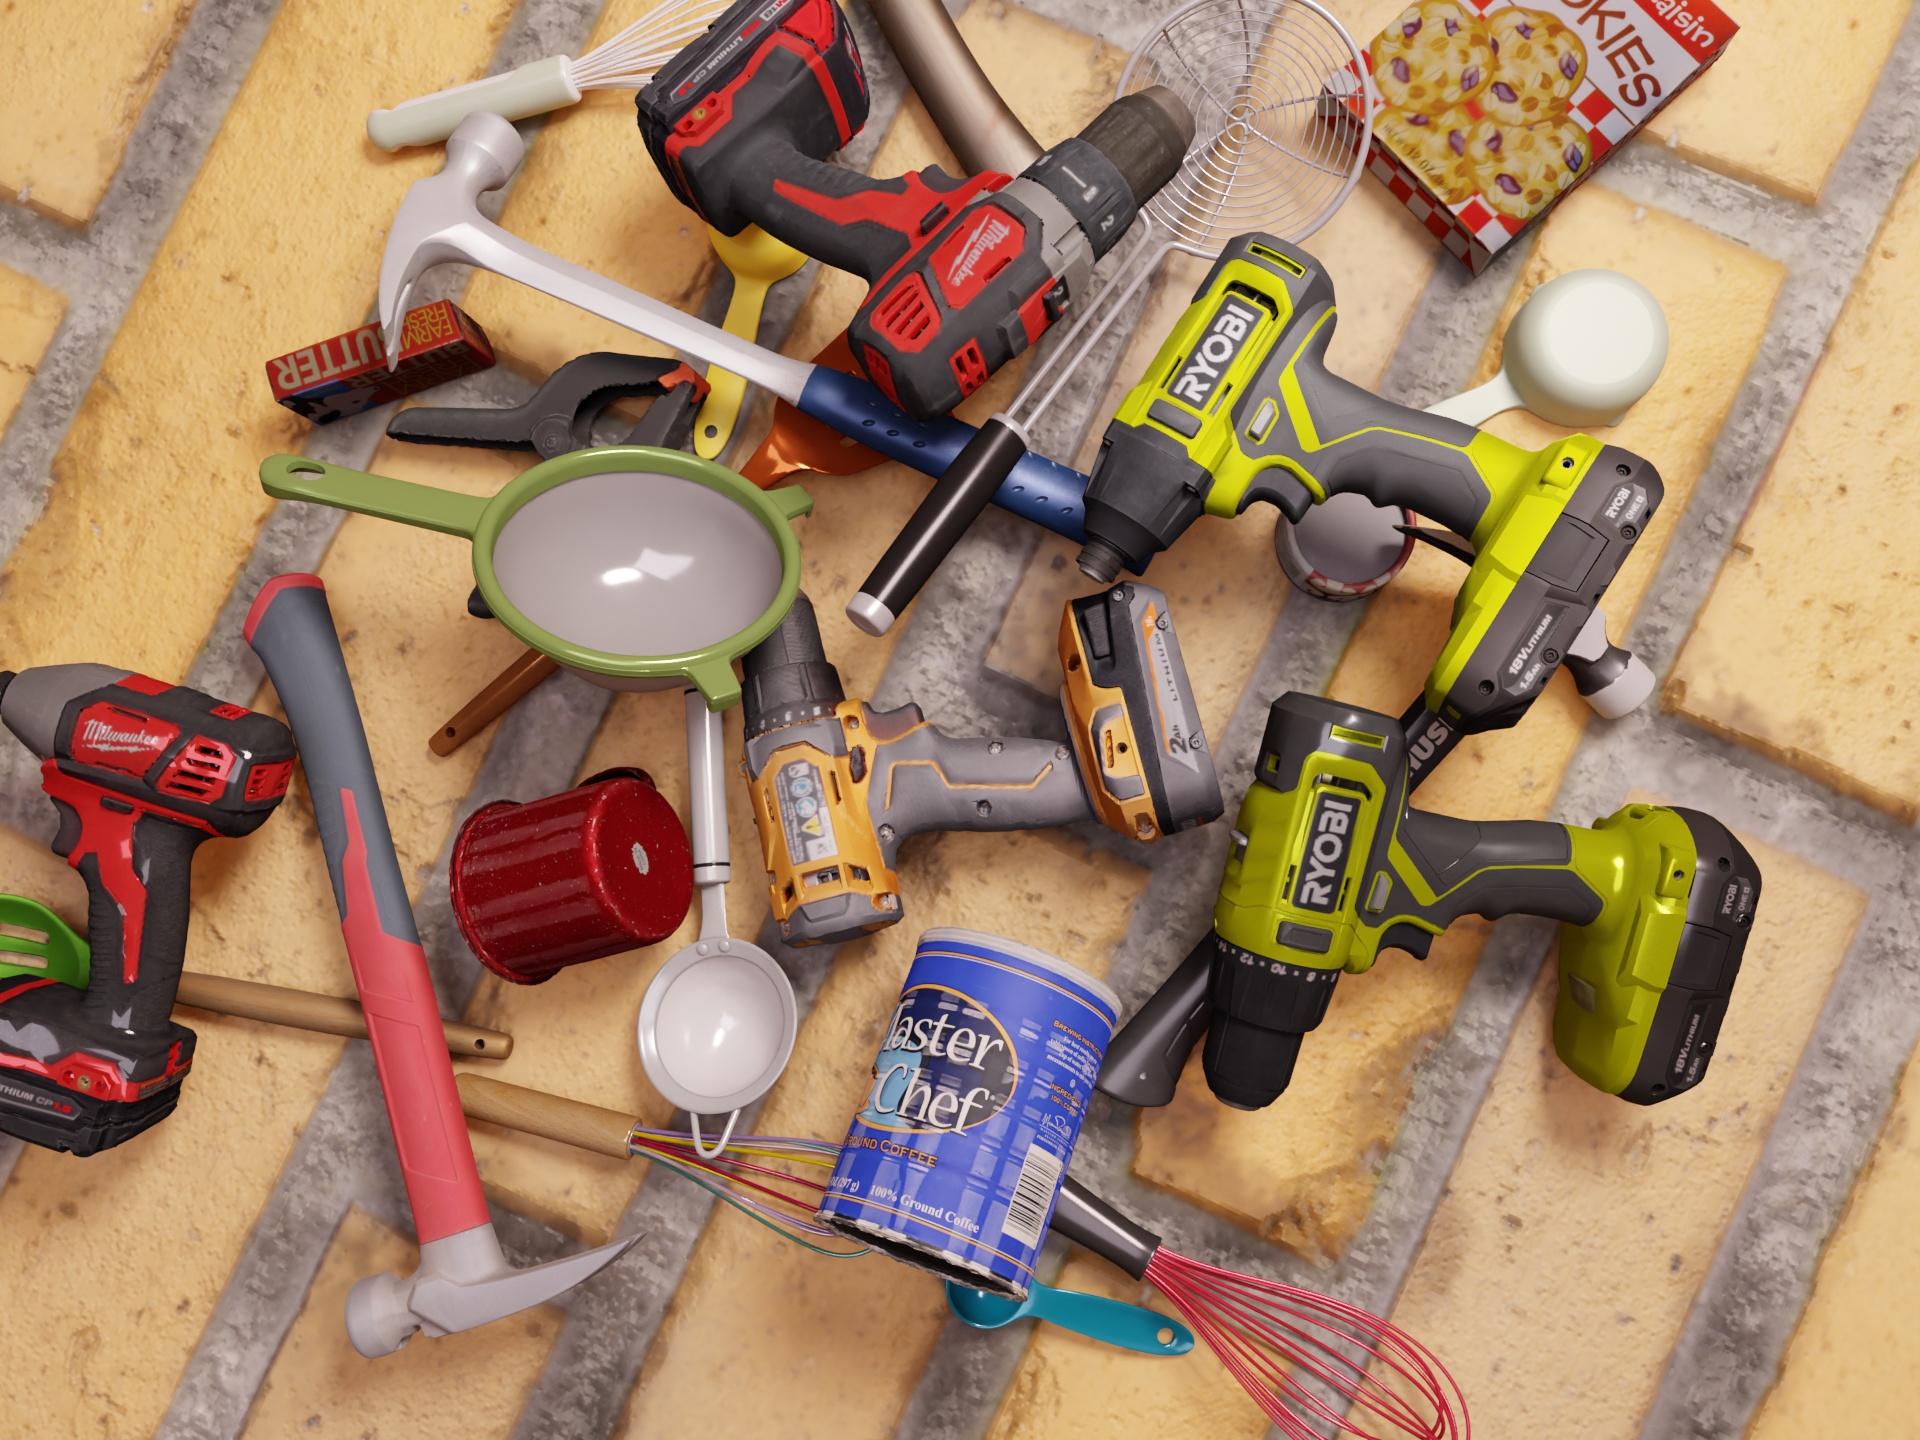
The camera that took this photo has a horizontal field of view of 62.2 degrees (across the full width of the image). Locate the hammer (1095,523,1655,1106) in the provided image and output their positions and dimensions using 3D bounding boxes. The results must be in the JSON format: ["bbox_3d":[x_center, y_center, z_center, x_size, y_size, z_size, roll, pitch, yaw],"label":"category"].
[{"bbox_3d":[0.177,0.055,0.776,0.146,0.035,0.335,41,92,-11],"label":"hammer"}]

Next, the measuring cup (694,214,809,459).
[{"bbox_3d":[-0.117,-0.214,0.831,0.062,0.029,0.156,13,87,5],"label":"measuring cup"}]

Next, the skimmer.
[{"bbox_3d":[0.064,-0.191,0.751,0.127,0.090,0.363,37,74,-5],"label":"skimmer"}]

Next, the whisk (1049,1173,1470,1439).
[{"bbox_3d":[0.108,0.271,0.765,0.296,0.073,0.073,30,88,12],"label":"whisk"}]

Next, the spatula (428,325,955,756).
[{"bbox_3d":[-0.148,-0.086,0.828,0.322,0.041,0.081,-39,85,4],"label":"spatula"}]

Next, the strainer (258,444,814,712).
[{"bbox_3d":[-0.205,-0.071,0.759,0.256,0.069,0.152,13,47,0],"label":"strainer"}]

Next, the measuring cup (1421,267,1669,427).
[{"bbox_3d":[0.274,-0.168,0.796,0.167,0.038,0.083,-27,84,-1],"label":"measuring cup"}]

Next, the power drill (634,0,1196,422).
[{"bbox_3d":[-0.022,-0.263,0.745,0.188,0.080,0.227,-44,65,-6],"label":"power drill"}]

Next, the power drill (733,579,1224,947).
[{"bbox_3d":[-0.001,-0.003,0.783,0.226,0.084,0.185,-16,77,7],"label":"power drill"}]

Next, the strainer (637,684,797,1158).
[{"bbox_3d":[-0.123,0.086,0.803,0.087,0.050,0.258,-8,79,16],"label":"strainer"}]

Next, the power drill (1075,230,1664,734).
[{"bbox_3d":[0.173,-0.095,0.710,0.223,0.080,0.171,32,89,16],"label":"power drill"}]

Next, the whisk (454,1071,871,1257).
[{"bbox_3d":[-0.143,0.218,0.795,0.245,0.047,0.051,12,74,9],"label":"whisk"}]

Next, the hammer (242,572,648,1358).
[{"bbox_3d":[-0.274,0.103,0.793,0.143,0.038,0.386,-19,79,3],"label":"hammer"}]

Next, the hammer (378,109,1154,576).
[{"bbox_3d":[-0.089,-0.165,0.788,0.405,0.035,0.144,23,64,-4],"label":"hammer"}]

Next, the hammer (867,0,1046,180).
[{"bbox_3d":[-0.049,-0.397,0.838,0.146,0.038,0.411,-28,84,3],"label":"hammer"}]

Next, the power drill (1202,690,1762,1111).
[{"bbox_3d":[0.228,0.102,0.734,0.228,0.080,0.190,12,97,-6],"label":"power drill"}]

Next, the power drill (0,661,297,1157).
[{"bbox_3d":[-0.422,0.083,0.768,0.143,0.078,0.219,19,93,0],"label":"power drill"}]

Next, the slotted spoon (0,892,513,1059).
[{"bbox_3d":[-0.385,0.143,0.822,0.314,0.031,0.070,9,87,3],"label":"slotted spoon"}]

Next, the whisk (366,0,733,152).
[{"bbox_3d":[-0.199,-0.342,0.840,0.246,0.058,0.059,-13,115,7],"label":"whisk"}]

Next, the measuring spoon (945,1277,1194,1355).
[{"bbox_3d":[0.054,0.289,0.789,0.128,0.021,0.042,18,87,-4],"label":"measuring spoon"}]
